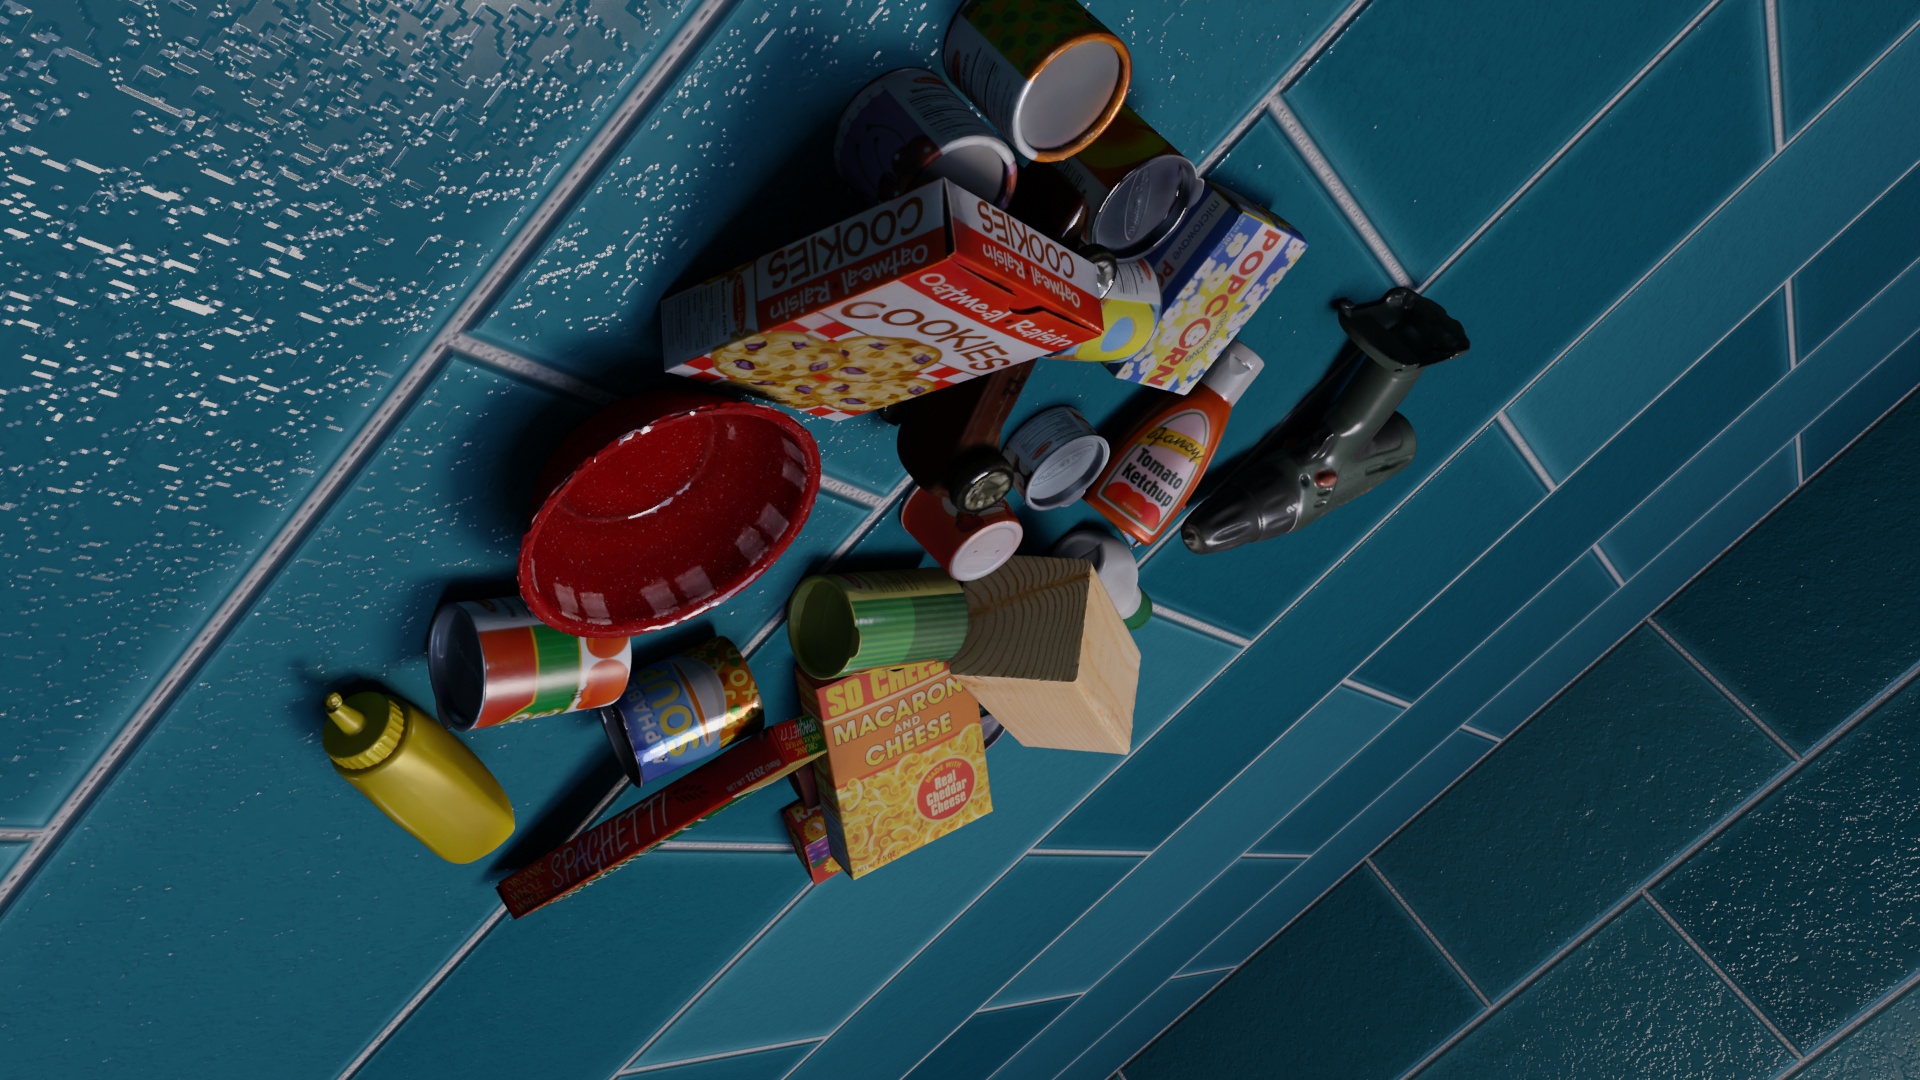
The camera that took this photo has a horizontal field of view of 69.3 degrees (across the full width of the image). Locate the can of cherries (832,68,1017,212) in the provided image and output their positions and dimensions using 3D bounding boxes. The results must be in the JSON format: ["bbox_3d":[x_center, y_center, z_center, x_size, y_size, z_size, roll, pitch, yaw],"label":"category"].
[{"bbox_3d":[-0.017,-0.170,0.639,0.072,0.058,0.071,-27,148,-18],"label":"can of cherries"}]

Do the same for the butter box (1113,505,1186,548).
[{"bbox_3d":[0.130,-0.034,1.023,0.053,0.024,0.103,-39,150,3],"label":"butter box"}]

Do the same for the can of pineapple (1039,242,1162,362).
[{"bbox_3d":[0.069,-0.132,0.778,0.058,0.071,0.070,-4,136,-44],"label":"can of pineapple"}]

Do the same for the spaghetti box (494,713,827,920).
[{"bbox_3d":[-0.196,0.180,0.895,0.249,0.029,0.050,-31,169,21],"label":"spaghetti box"}]

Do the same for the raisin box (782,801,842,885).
[{"bbox_3d":[-0.080,0.222,1.142,0.124,0.040,0.085,-29,150,-17],"label":"raisin box"}]

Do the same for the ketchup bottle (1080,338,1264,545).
[{"bbox_3d":[0.148,-0.072,0.950,0.148,0.064,0.043,-53,-171,3],"label":"ketchup bottle"}]

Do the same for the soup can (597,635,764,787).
[{"bbox_3d":[-0.170,0.102,0.846,0.084,0.071,0.071,-23,147,-25],"label":"soup can"}]

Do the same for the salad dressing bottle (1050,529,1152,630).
[{"bbox_3d":[0.115,0.036,1.086,0.064,0.044,0.147,-34,152,8],"label":"salad dressing bottle"}]

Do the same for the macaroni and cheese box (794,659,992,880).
[{"bbox_3d":[-0.044,0.146,1.001,0.124,0.040,0.165,-22,120,-26],"label":"macaroni and cheese box"}]

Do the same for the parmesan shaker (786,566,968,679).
[{"bbox_3d":[-0.050,0.053,0.903,0.103,0.071,0.071,-2,135,-46],"label":"parmesan shaker"}]

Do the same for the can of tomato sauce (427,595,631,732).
[{"bbox_3d":[-0.226,0.063,0.730,0.083,0.071,0.070,-6,138,-44],"label":"can of tomato sauce"}]

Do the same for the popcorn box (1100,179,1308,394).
[{"bbox_3d":[0.145,-0.153,0.858,0.085,0.038,0.126,5,130,-51],"label":"popcorn box"}]

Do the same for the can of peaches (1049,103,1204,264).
[{"bbox_3d":[0.081,-0.188,0.721,0.071,0.058,0.071,-27,148,-18],"label":"can of peaches"}]

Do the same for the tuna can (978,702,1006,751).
[{"bbox_3d":[0.004,0.150,1.138,0.071,0.033,0.070,-27,149,-18],"label":"tuna can"}]

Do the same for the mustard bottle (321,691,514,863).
[{"bbox_3d":[-0.297,0.119,0.743,0.049,0.065,0.159,-37,145,-12],"label":"mustard bottle"}]

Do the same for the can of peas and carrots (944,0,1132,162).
[{"bbox_3d":[0.038,-0.217,0.632,0.071,0.059,0.070,-27,149,-18],"label":"can of peas and carrots"}]

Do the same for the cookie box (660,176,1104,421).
[{"bbox_3d":[-0.036,-0.103,0.645,0.167,0.040,0.123,-14,165,34],"label":"cookie box"}]

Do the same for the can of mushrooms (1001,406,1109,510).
[{"bbox_3d":[0.062,-0.053,0.915,0.071,0.033,0.070,-27,149,-18],"label":"can of mushrooms"}]

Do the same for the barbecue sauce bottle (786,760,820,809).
[{"bbox_3d":[-0.061,0.143,1.046,0.149,0.044,0.064,-27,143,-18],"label":"barbecue sauce bottle"}]

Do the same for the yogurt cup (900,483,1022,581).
[{"bbox_3d":[0.003,-0.011,0.889,0.072,0.054,0.072,-26,149,-17],"label":"yogurt cup"}]
